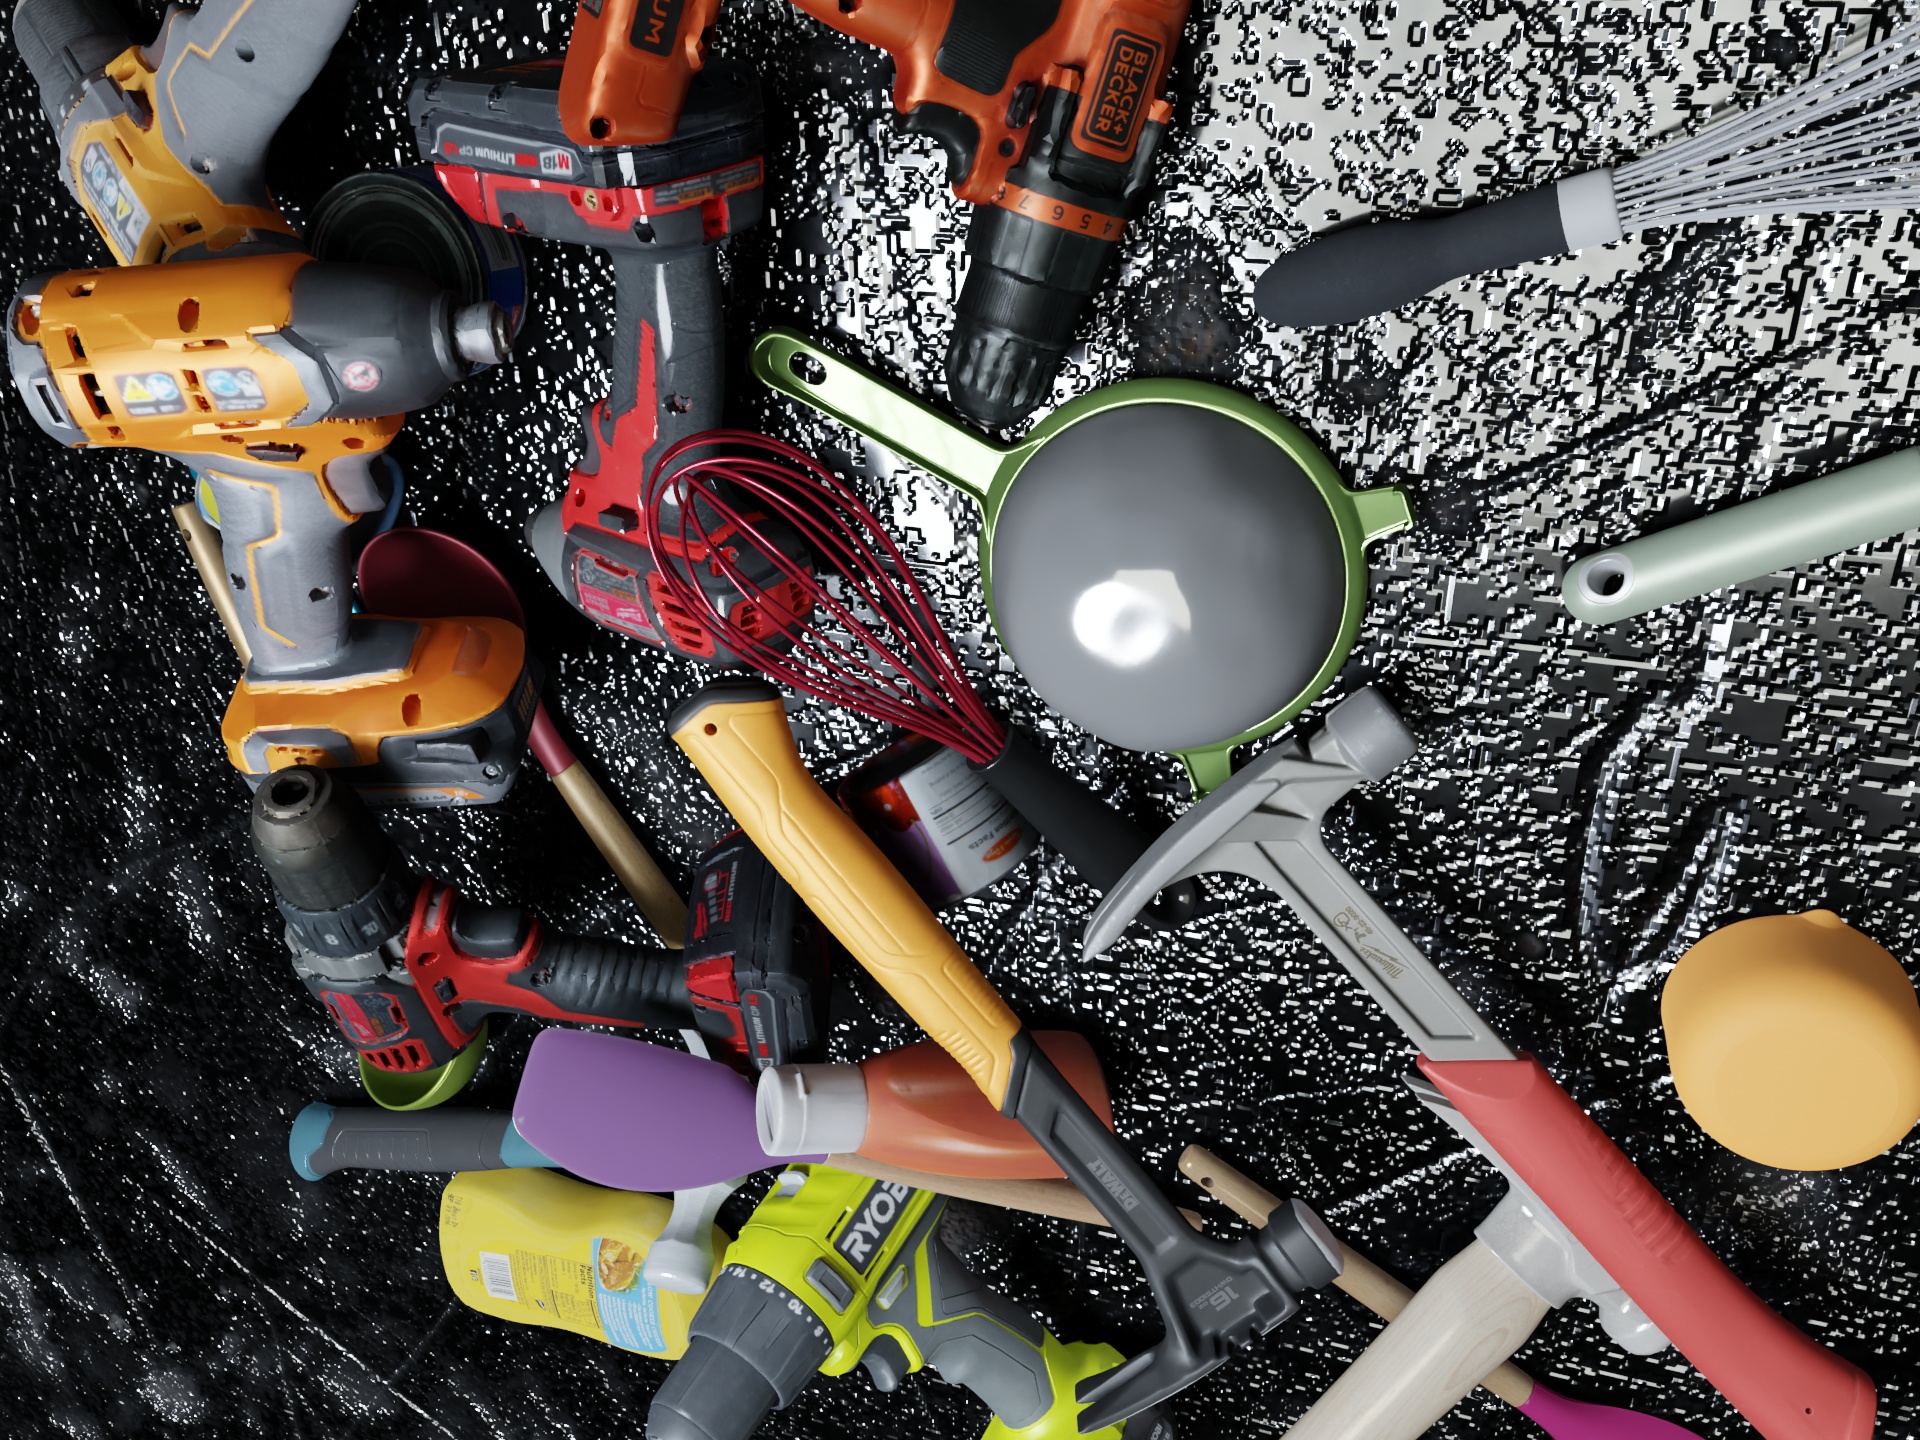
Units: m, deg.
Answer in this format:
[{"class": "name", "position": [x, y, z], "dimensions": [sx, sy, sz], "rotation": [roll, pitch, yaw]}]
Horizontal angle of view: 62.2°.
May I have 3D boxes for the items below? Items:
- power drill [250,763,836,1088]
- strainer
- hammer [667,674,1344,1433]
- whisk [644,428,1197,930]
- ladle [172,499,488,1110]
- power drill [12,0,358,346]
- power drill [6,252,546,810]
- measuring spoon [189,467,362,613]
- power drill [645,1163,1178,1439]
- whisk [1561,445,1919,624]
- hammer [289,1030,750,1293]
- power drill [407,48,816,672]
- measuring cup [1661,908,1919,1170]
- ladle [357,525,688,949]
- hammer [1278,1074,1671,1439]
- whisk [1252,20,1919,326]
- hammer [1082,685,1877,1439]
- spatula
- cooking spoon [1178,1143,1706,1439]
[{"class": "power drill", "position": [-0.172, 0.086, 0.669], "dimensions": [0.226, 0.080, 0.187], "rotation": [1, 141, 2]}, {"class": "strainer", "position": [0.025, -0.071, 0.587], "dimensions": [0.256, 0.069, 0.151], "rotation": [30, 121, 3]}, {"class": "hammer", "position": [-0.001, 0.123, 0.621], "dimensions": [0.127, 0.034, 0.337], "rotation": [-38, 96, 9]}, {"class": "whisk", "position": [-0.001, -0.002, 0.592], "dimensions": [0.073, 0.073, 0.295], "rotation": [-29, 126, 29]}, {"class": "ladle", "position": [-0.318, 0.047, 0.783], "dimensions": [0.078, 0.062, 0.320], "rotation": [-11, 108, 30]}, {"class": "power drill", "position": [-0.273, -0.273, 0.586], "dimensions": [0.185, 0.084, 0.226], "rotation": [53, 123, 17]}, {"class": "power drill", "position": [-0.232, -0.070, 0.609], "dimensions": [0.164, 0.084, 0.226], "rotation": [-4, 132, 3]}, {"class": "measuring spoon", "position": [-0.316, -0.082, 0.737], "dimensions": [0.042, 0.021, 0.128], "rotation": [-26, 102, 29]}, {"class": "power drill", "position": [-0.020, 0.302, 0.720], "dimensions": [0.228, 0.191, 0.080], "rotation": [50, 142, -14]}, {"class": "whisk", "position": [0.311, -0.077, 0.495], "dimensions": [0.246, 0.059, 0.058], "rotation": [-19, 70, 31]}, {"class": "hammer", "position": [-0.235, 0.215, 0.810], "dimensions": [0.331, 0.128, 0.033], "rotation": [-10, 142, 34]}, {"class": "power drill", "position": [-0.129, -0.132, 0.605], "dimensions": [0.143, 0.078, 0.219], "rotation": [20, 128, 34]}, {"class": "measuring cup", "position": [0.347, 0.132, 0.574], "dimensions": [0.174, 0.052, 0.095], "rotation": [14, 119, 16]}, {"class": "ladle", "position": [-0.169, 0.043, 0.742], "dimensions": [0.069, 0.031, 0.315], "rotation": [-26, 105, 23]}, {"class": "hammer", "position": [0.111, 0.337, 0.669], "dimensions": [0.146, 0.038, 0.410], "rotation": [42, 94, -3]}, {"class": "whisk", "position": [0.225, -0.163, 0.480], "dimensions": [0.284, 0.070, 0.070], "rotation": [-9, 111, 30]}, {"class": "hammer", "position": [0.214, 0.163, 0.612], "dimensions": [0.149, 0.037, 0.359], "rotation": [-42, 95, 13]}, {"class": "spatula", "position": [-0.035, 0.193, 0.691], "dimensions": [0.315, 0.018, 0.060], "rotation": [16, 80, -17]}, {"class": "cooking spoon", "position": [0.231, 0.287, 0.714], "dimensions": [0.319, 0.017, 0.068], "rotation": [35, 121, 1]}]
